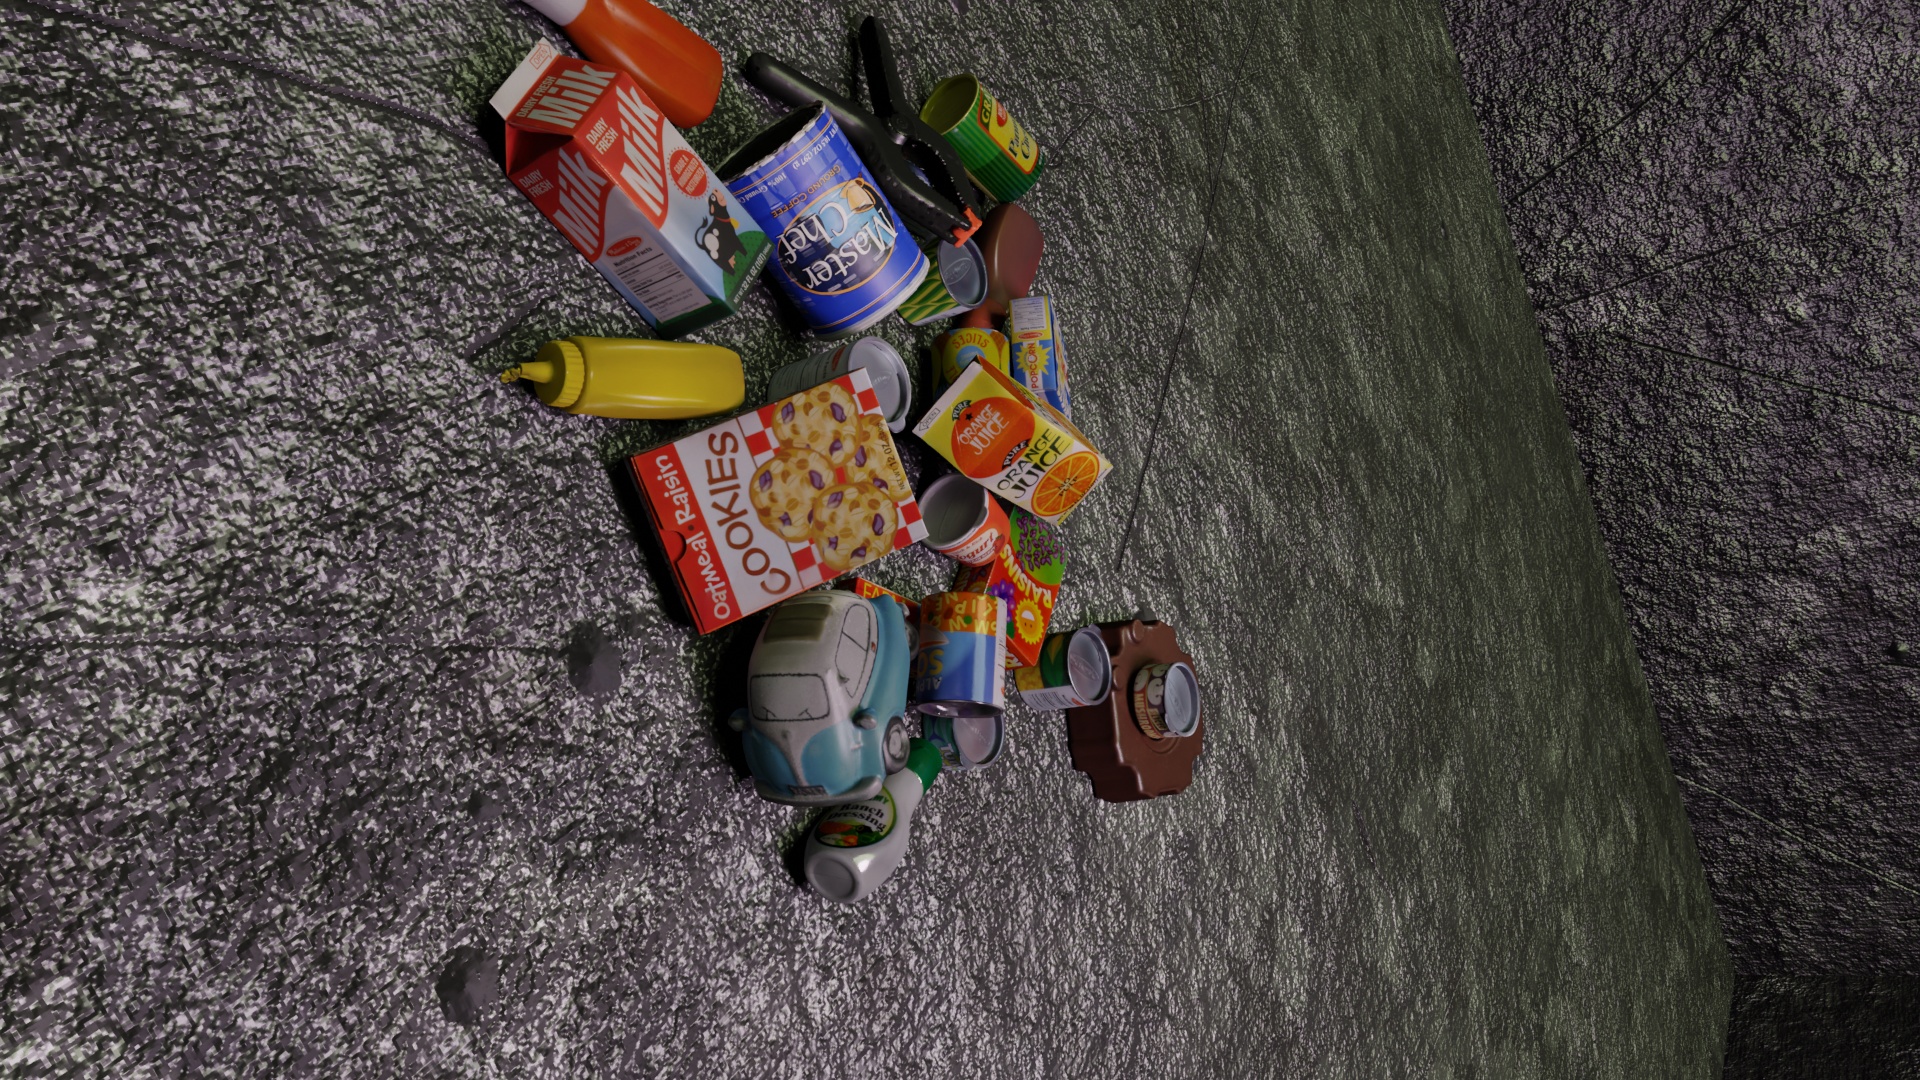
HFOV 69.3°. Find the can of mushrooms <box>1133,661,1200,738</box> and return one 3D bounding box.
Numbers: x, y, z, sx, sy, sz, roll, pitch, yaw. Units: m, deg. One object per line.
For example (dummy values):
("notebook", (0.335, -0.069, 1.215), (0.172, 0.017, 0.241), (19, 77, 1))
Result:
("can of mushrooms", (0.181, 0.142, 1.226), (0.071, 0.033, 0.071), (17, 69, -52))

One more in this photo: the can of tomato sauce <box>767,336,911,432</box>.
("can of tomato sauce", (-0.087, -0.104, 1.006), (0.071, 0.083, 0.071), (19, 65, -48))

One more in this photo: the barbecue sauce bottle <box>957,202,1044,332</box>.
("barbecue sauce bottle", (0.032, -0.228, 1.229), (0.064, 0.043, 0.149), (47, 47, -36))

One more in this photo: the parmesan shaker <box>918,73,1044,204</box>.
("parmesan shaker", (0.020, -0.357, 1.234), (0.103, 0.071, 0.071), (34, 55, -42))

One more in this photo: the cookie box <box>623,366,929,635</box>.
("cookie box", (-0.119, -0.028, 0.914), (0.168, 0.040, 0.122), (-24, 99, -20))

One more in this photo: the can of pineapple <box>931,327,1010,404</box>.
("can of pineapple", (0.009, -0.139, 1.152), (0.071, 0.071, 0.058), (16, 67, -49))

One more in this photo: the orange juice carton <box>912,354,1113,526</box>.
("orange juice carton", (0.036, -0.082, 1.098), (0.073, 0.071, 0.192), (50, 14, 33))

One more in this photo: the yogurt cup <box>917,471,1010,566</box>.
("yogurt cup", (0.004, -0.014, 1.114), (0.054, 0.072, 0.072), (40, 50, -49))

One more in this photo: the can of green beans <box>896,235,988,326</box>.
("can of green beans", (-0.019, -0.216, 1.147), (0.071, 0.057, 0.071), (19, 66, -48))

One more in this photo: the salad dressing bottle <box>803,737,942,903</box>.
("salad dressing bottle", (-0.057, 0.193, 0.980), (0.148, 0.064, 0.043), (-49, 137, -56))

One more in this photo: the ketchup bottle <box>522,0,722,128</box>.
("ketchup bottle", (-0.228, -0.339, 0.929), (0.148, 0.043, 0.065), (26, 59, -45))

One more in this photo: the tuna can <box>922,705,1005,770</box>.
("tuna can", (0.002, 0.149, 1.087), (0.071, 0.032, 0.071), (19, 65, -48))

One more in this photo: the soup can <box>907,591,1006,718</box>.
("soup can", (-0.002, 0.086, 1.035), (0.071, 0.071, 0.084), (22, 63, -47))

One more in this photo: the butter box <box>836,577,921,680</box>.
("butter box", (-0.053, 0.068, 1.047), (0.103, 0.024, 0.053), (27, 59, -45))

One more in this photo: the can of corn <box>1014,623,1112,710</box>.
("can of corn", (0.088, 0.108, 1.188), (0.071, 0.058, 0.071), (19, 65, -48))

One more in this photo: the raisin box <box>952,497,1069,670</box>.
("raisin box", (0.040, 0.035, 1.165), (0.086, 0.040, 0.124), (49, 44, -33))

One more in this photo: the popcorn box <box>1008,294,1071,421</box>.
("popcorn box", (0.070, -0.153, 1.215), (0.126, 0.038, 0.085), (46, 39, -76))

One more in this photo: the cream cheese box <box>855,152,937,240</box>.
("cream cheese box", (-0.049, -0.293, 1.160), (0.104, 0.024, 0.053), (19, 64, -48))

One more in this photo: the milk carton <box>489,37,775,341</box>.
("milk carton", (-0.214, -0.225, 0.888), (0.190, 0.073, 0.073), (47, 46, -32))

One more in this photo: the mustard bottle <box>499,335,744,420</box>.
("mustard bottle", (-0.212, -0.102, 0.865), (0.160, 0.065, 0.049), (-2, 86, -48))
